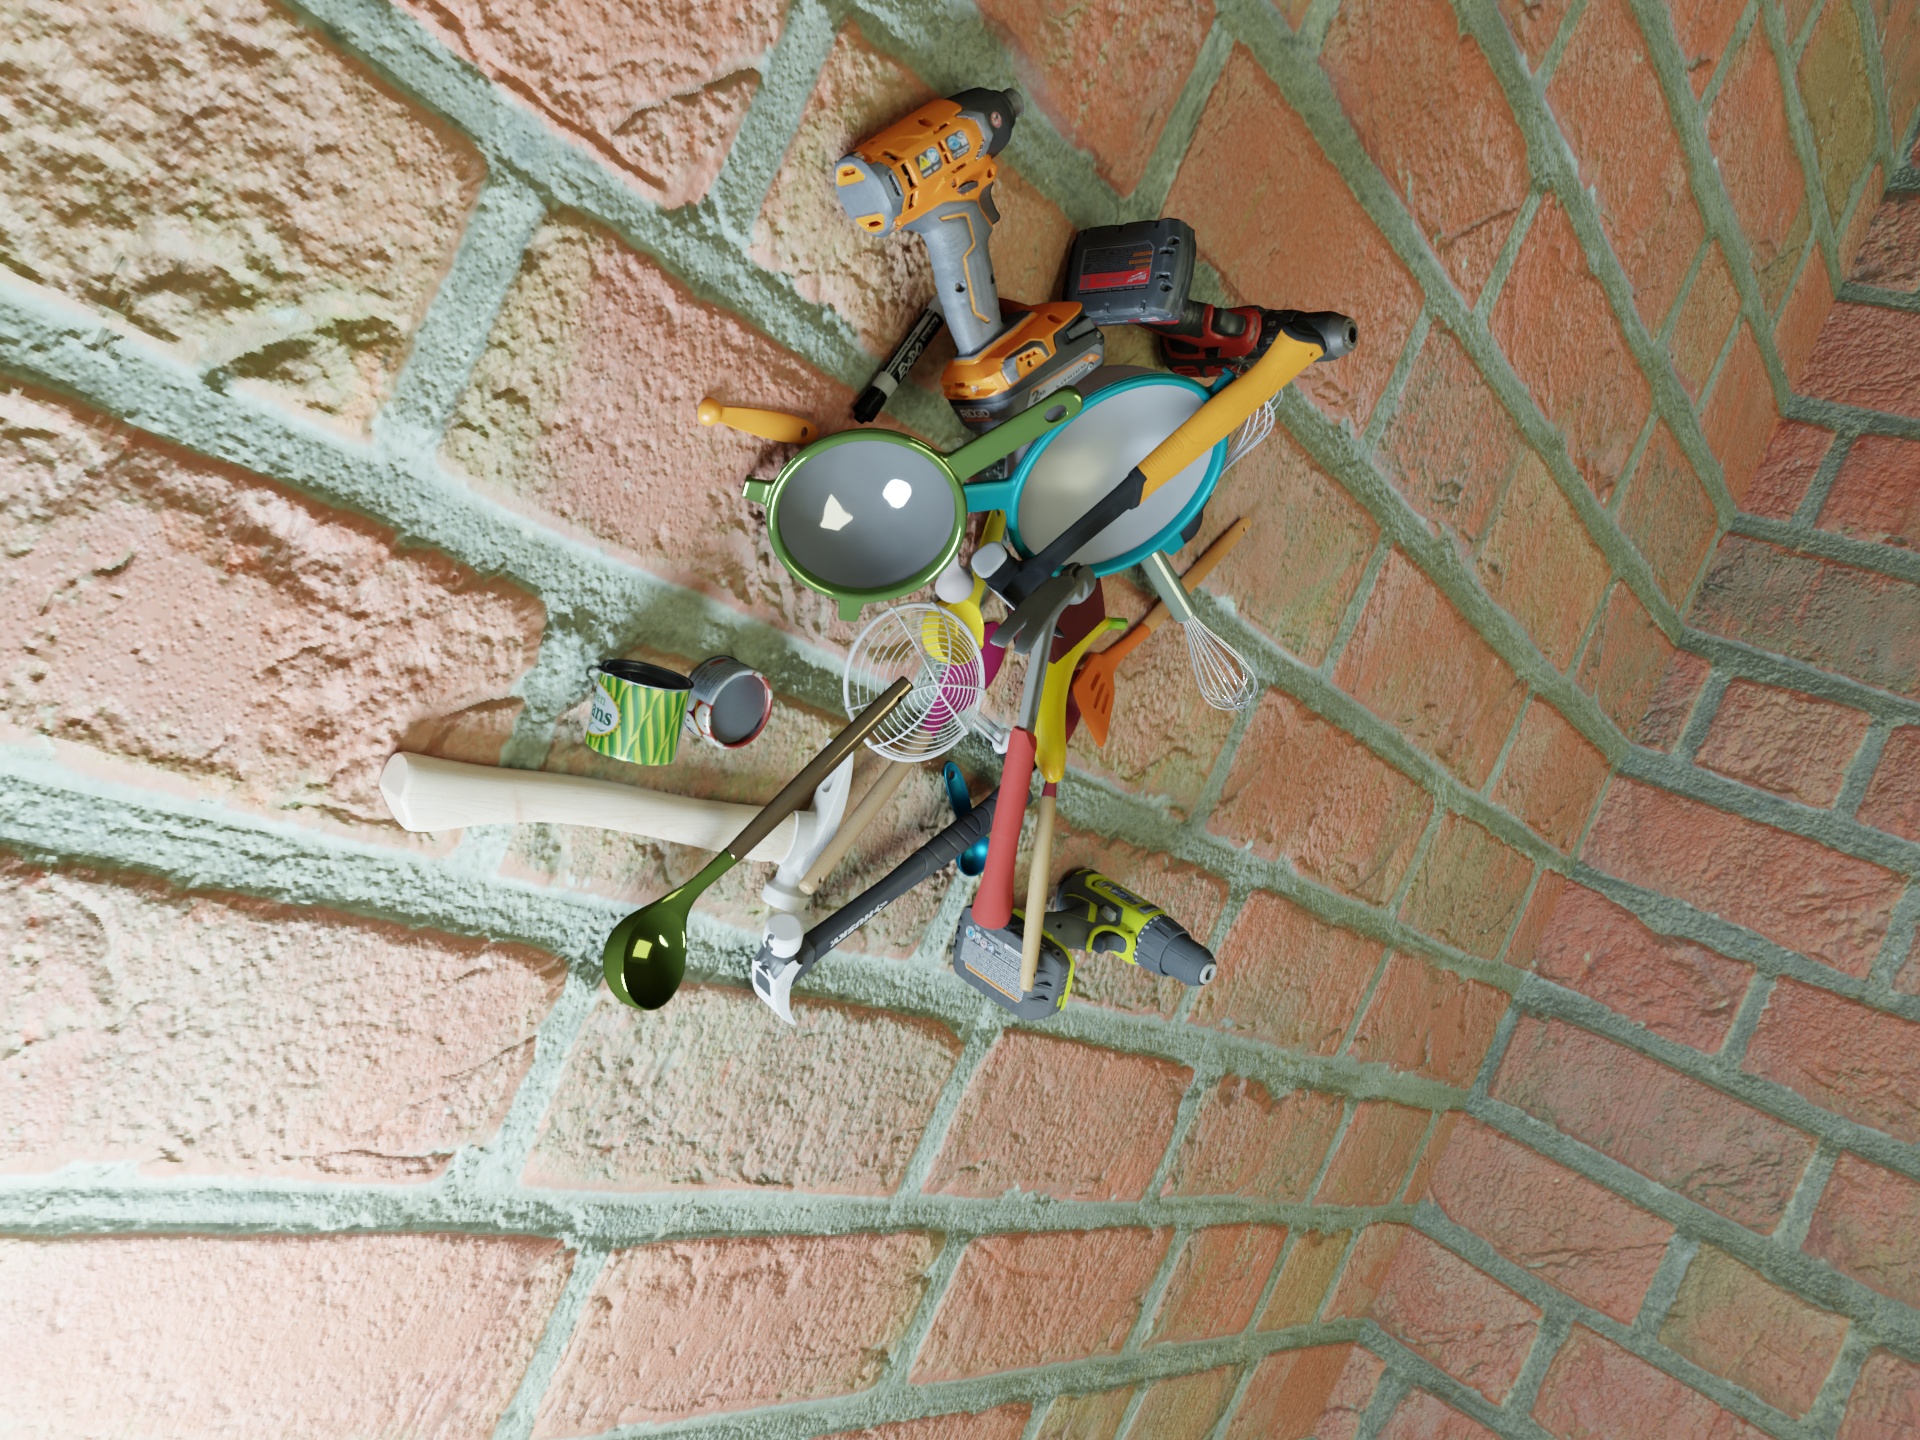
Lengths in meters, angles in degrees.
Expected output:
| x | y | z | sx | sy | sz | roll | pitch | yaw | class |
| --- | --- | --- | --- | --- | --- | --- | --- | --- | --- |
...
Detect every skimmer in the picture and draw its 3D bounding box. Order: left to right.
| x | y | z | sx | sy | sz | roll | pitch | yaw | class |
| --- | --- | --- | --- | --- | --- | --- | --- | --- | --- |
| -0.002 | -0.004 | 1.378 | 0.127 | 0.090 | 0.363 | -68 | 163 | -5 | skimmer |

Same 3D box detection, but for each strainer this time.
| x | y | z | sx | sy | sz | roll | pitch | yaw | class |
| --- | --- | --- | --- | --- | --- | --- | --- | --- | --- |
| -0.027 | -0.192 | 1.193 | 0.256 | 0.069 | 0.151 | -28 | 127 | 13 | strainer |
| 0.060 | -0.219 | 1.347 | 0.340 | 0.095 | 0.210 | -11 | 138 | -23 | strainer |

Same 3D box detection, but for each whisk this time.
| x | y | z | sx | sy | sz | roll | pitch | yaw | class |
| --- | --- | --- | --- | --- | --- | --- | --- | --- | --- |
| 0.230 | -0.101 | 1.592 | 0.246 | 0.058 | 0.059 | 54 | 24 | -27 | whisk |
| 0.235 | -0.239 | 1.477 | 0.070 | 0.070 | 0.284 | -48 | 170 | -21 | whisk |

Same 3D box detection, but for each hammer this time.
| x | y | z | sx | sy | sz | roll | pitch | yaw | class |
| --- | --- | --- | --- | --- | --- | --- | --- | --- | --- |
| -0.237 | 0.058 | 1.180 | 0.410 | 0.038 | 0.146 | 15 | 97 | -52 | hammer |
| -0.053 | 0.144 | 1.410 | 0.335 | 0.035 | 0.146 | -35 | 154 | -36 | hammer |
| 0.046 | 0.044 | 1.368 | 0.149 | 0.037 | 0.358 | -47 | 153 | -50 | hammer |
| 0.168 | -0.206 | 1.329 | 0.337 | 0.034 | 0.127 | -40 | 141 | 11 | hammer |

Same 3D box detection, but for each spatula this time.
| x | y | z | sx | sy | sz | roll | pitch | yaw | class |
| --- | --- | --- | --- | --- | --- | --- | --- | --- | --- |
| 0.208 | -0.106 | 1.612 | 0.323 | 0.041 | 0.081 | -46 | 127 | -25 | spatula |

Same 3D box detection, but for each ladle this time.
| x | y | z | sx | sy | sz | roll | pitch | yaw | class |
| --- | --- | --- | --- | --- | --- | --- | --- | --- | --- |
| -0.146 | 0.089 | 1.192 | 0.320 | 0.062 | 0.078 | -45 | 144 | -1 | ladle |
| 0.081 | 0.098 | 1.497 | 0.069 | 0.031 | 0.316 | 39 | 54 | -56 | ladle |

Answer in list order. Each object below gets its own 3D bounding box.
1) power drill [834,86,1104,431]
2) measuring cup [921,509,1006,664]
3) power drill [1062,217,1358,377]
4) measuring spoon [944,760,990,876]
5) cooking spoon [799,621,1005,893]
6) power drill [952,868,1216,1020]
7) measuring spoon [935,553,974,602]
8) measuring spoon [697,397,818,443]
| x | y | z | sx | sy | sz | roll | pitch | yaw | class |
| --- | --- | --- | --- | --- | --- | --- | --- | --- | --- |
| 0.020 | -0.350 | 1.187 | 0.164 | 0.084 | 0.226 | -41 | 119 | -23 | power drill |
| 0.006 | -0.123 | 1.384 | 0.062 | 0.029 | 0.156 | 29 | 74 | -44 | measuring cup |
| 0.216 | -0.353 | 1.371 | 0.226 | 0.188 | 0.080 | 12 | 87 | -48 | power drill |
| -0.001 | 0.090 | 1.498 | 0.042 | 0.021 | 0.128 | -33 | 123 | -28 | measuring spoon |
| -0.043 | 0.030 | 1.375 | 0.319 | 0.017 | 0.068 | -52 | 143 | -31 | cooking spoon |
| 0.125 | 0.224 | 1.578 | 0.228 | 0.191 | 0.080 | -7 | 116 | -43 | power drill |
| -0.009 | -0.139 | 1.299 | 0.034 | 0.018 | 0.124 | -21 | 140 | -7 | measuring spoon |
| -0.144 | -0.216 | 1.158 | 0.116 | 0.011 | 0.021 | 1 | 109 | -50 | measuring spoon |
